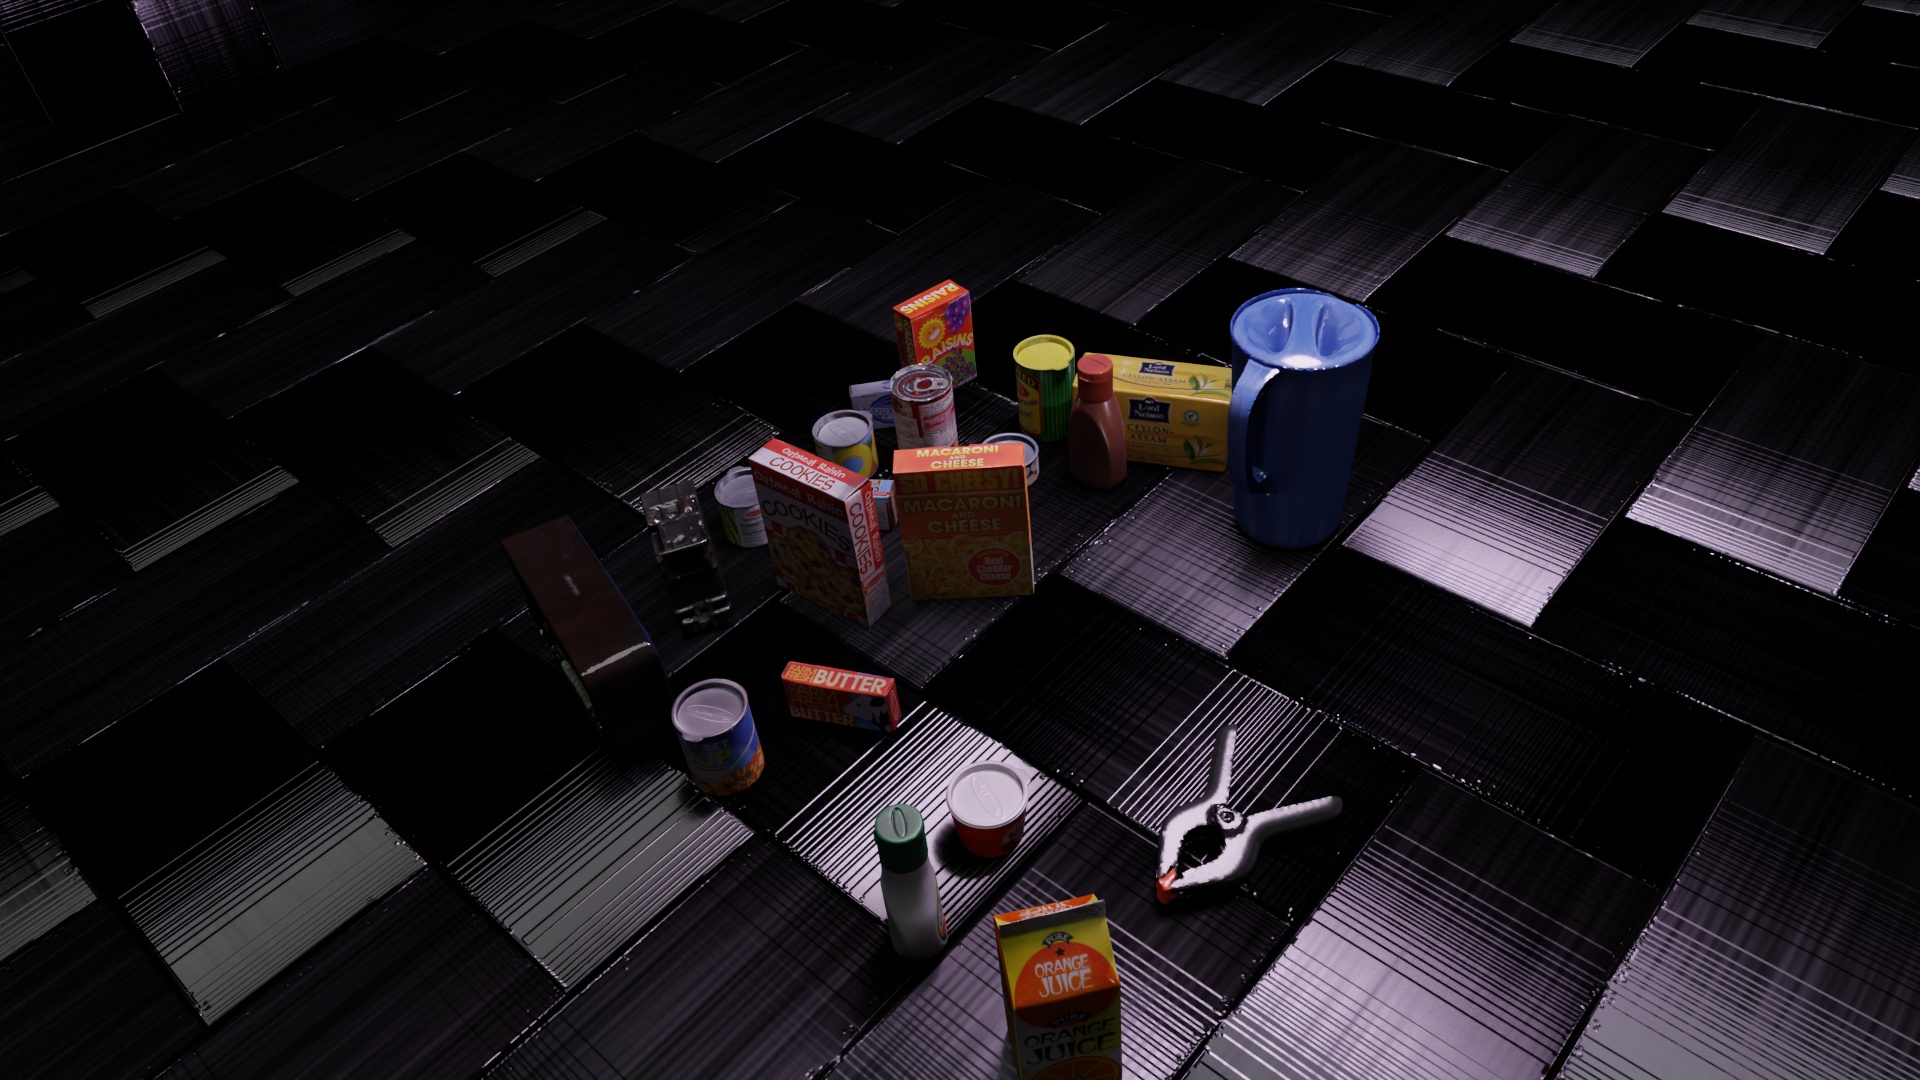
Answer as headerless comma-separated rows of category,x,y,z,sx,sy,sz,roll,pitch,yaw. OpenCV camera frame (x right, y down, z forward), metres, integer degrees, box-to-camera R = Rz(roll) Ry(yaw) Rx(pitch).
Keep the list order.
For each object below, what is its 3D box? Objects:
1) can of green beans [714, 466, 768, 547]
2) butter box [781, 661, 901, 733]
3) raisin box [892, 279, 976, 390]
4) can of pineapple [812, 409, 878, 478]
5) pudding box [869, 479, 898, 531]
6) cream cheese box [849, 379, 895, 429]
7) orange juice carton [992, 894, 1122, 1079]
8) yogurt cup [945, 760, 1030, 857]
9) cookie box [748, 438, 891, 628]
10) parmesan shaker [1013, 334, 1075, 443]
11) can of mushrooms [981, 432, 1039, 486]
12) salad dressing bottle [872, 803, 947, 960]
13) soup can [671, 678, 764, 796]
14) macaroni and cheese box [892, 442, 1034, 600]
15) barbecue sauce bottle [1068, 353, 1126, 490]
can of green beans,-0.221,-0.035,1.467,0.071,0.057,0.071,-4,41,3
butter box,-0.108,0.142,1.257,0.103,0.052,0.024,8,43,16
raisin box,-0.029,-0.229,1.611,0.086,0.122,0.040,-31,47,-25
can of pineapple,-0.124,-0.102,1.530,0.071,0.057,0.071,-4,41,3
pudding box,-0.110,-0.038,1.462,0.084,0.049,0.030,1,42,9
cream cheese box,-0.072,-0.157,1.589,0.104,0.053,0.024,-9,41,-3
orange juice carton,0.066,0.307,0.944,0.072,0.191,0.073,-11,42,-4
yogurt cup,0.024,0.224,1.147,0.072,0.053,0.073,-4,41,3
cookie box,-0.134,-0.007,1.342,0.123,0.166,0.040,23,49,29
parmesan shaker,0.096,-0.166,1.540,0.071,0.102,0.072,-4,41,3
can of mushrooms,0.050,-0.084,1.506,0.071,0.033,0.071,-4,41,3
salad dressing bottle,-0.038,0.258,1.047,0.044,0.146,0.064,-11,42,-5
soup can,-0.212,0.174,1.210,0.071,0.083,0.072,-4,41,3
macaroni and cheese box,0.005,-0.017,1.336,0.124,0.165,0.040,-3,42,4
barbecue sauce bottle,0.142,-0.124,1.454,0.065,0.147,0.044,29,53,34
